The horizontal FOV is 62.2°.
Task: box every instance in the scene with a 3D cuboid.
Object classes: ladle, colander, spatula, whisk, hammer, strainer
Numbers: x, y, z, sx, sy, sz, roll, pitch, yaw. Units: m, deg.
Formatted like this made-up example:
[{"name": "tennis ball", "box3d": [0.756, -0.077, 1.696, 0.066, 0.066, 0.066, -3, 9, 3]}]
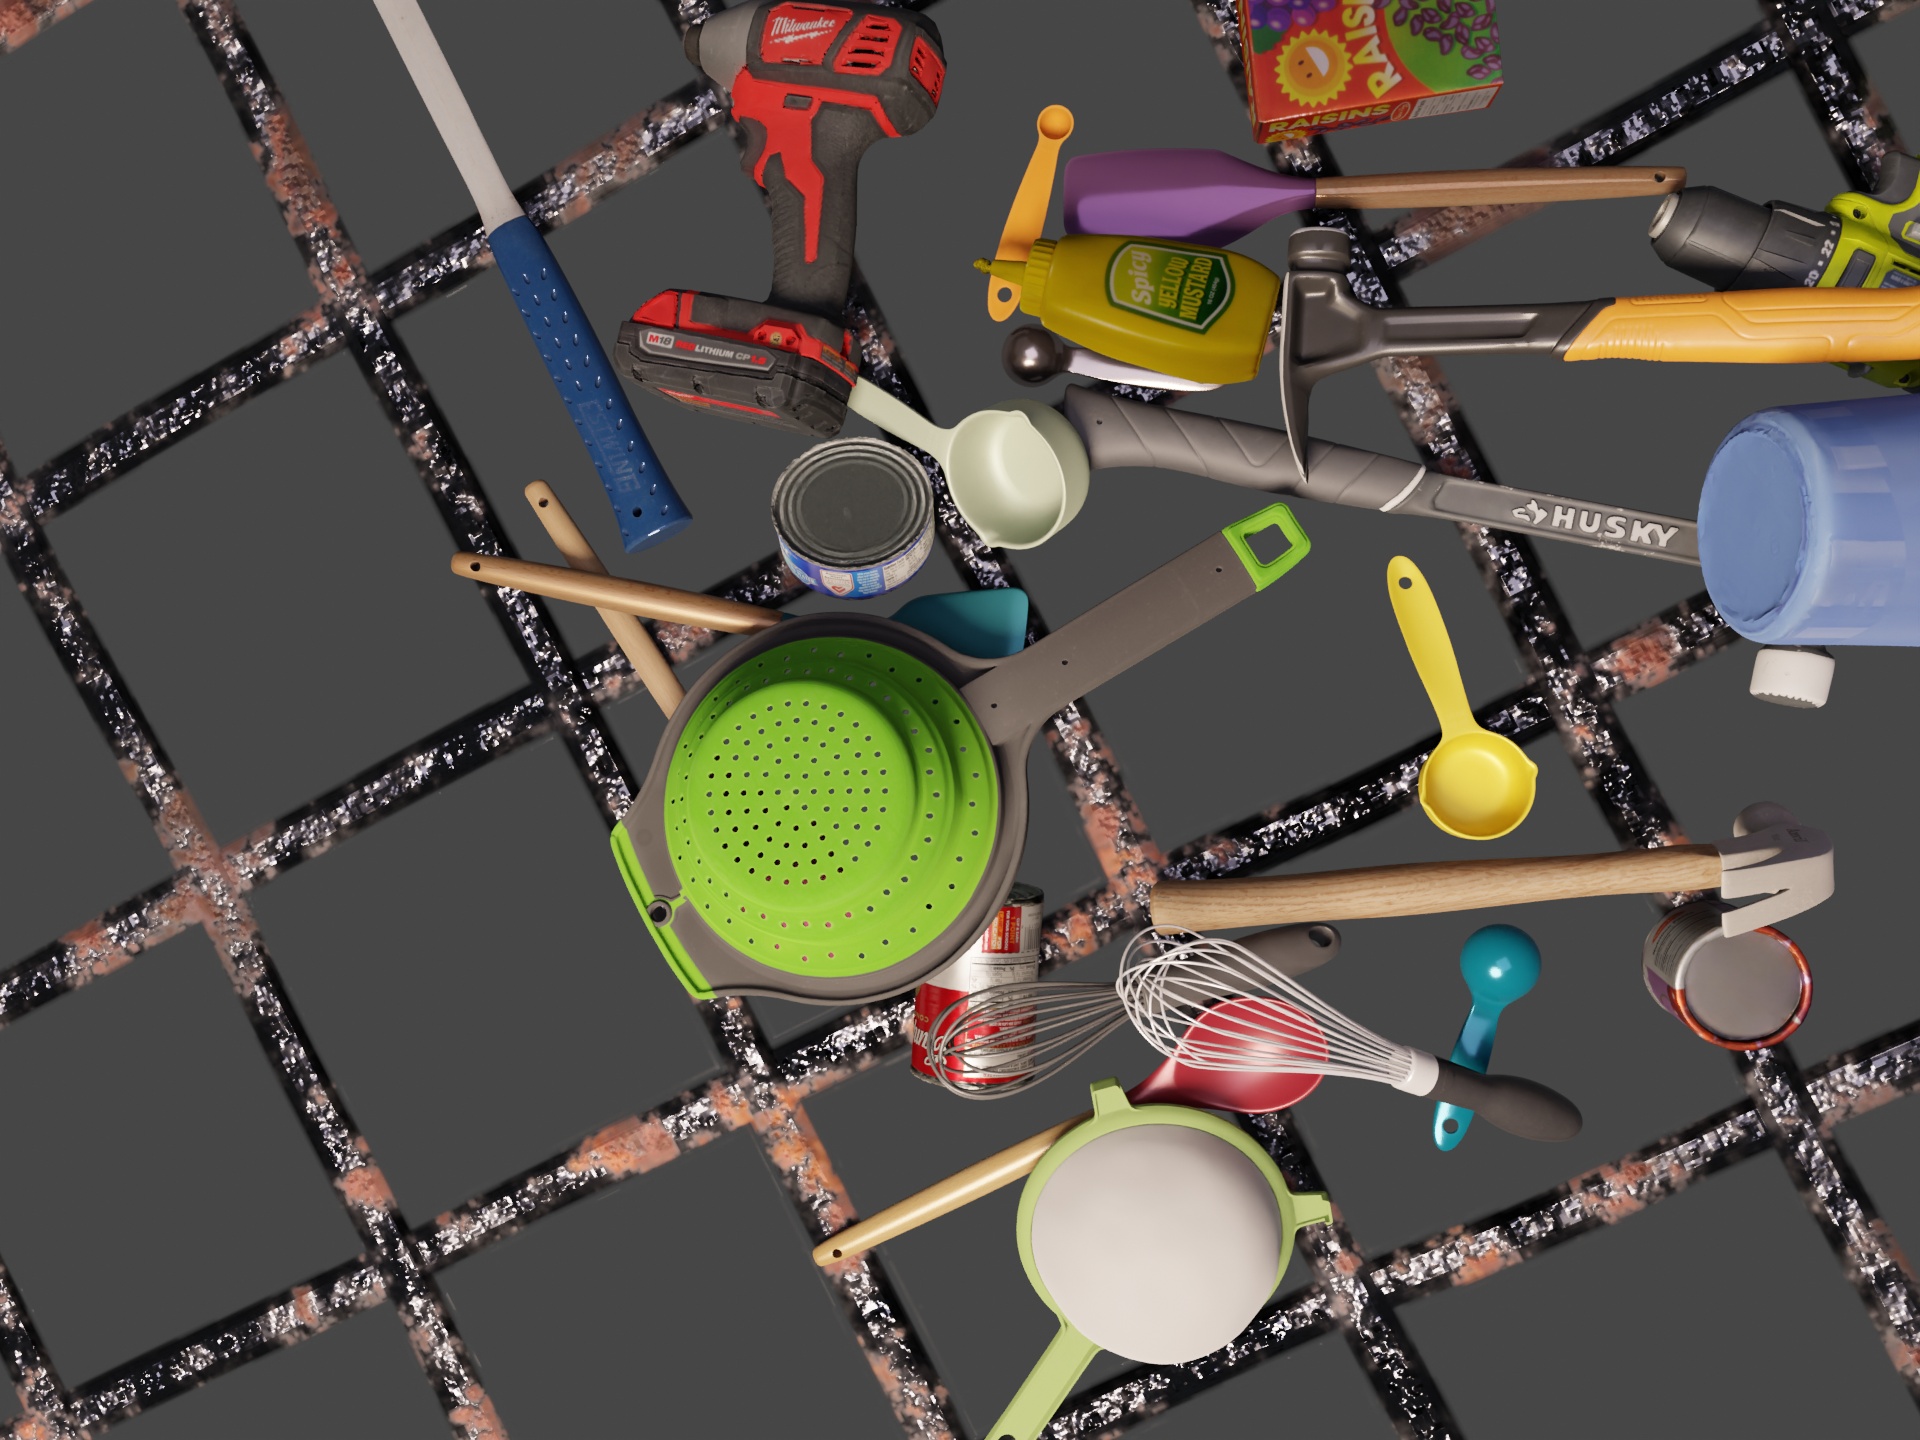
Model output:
[{"name": "ladle", "box3d": [0.055, 0.233, 0.878, 0.315, 0.031, 0.069, -28, 97, 10]}, {"name": "colander", "box3d": [-0.001, -0.003, 0.787, 0.397, 0.094, 0.204, -31, 79, 2]}, {"name": "spatula", "box3d": [0.211, -0.274, 0.831, 0.316, 0.018, 0.060, 0, 96, 8]}, {"name": "whisk", "box3d": [0.202, 0.169, 0.803, 0.284, 0.070, 0.070, 21, 96, -18]}, {"name": "hammer", "box3d": [0.252, -0.122, 0.825, 0.409, 0.036, 0.149, 13, 90, 7]}, {"name": "hammer", "box3d": [-0.251, -0.286, 0.881, 0.144, 0.035, 0.405, -27, 90, 8]}, {"name": "hammer", "box3d": [0.262, 0.084, 0.810, 0.331, 0.130, 0.031, -7, 98, 16]}, {"name": "spatula", "box3d": [-0.124, -0.058, 0.865, 0.317, 0.044, 0.082, 11, 92, 0]}, {"name": "strainer", "box3d": [0.078, 0.328, 0.850, 0.151, 0.069, 0.256, 30, 102, -6]}, {"name": "whisk", "box3d": [0.095, 0.144, 0.821, 0.239, 0.055, 0.055, -13, 92, -18]}, {"name": "hammer", "box3d": [0.324, -0.180, 0.761, 0.337, 0.034, 0.127, 2, 83, 17]}]

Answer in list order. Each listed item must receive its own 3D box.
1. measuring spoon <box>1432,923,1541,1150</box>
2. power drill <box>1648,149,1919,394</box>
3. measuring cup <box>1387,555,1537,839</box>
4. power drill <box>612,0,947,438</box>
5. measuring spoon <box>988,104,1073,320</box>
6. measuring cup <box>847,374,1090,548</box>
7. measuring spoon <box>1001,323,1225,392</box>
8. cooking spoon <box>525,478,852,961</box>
[{"name": "measuring spoon", "box3d": [0.277, 0.172, 0.847, 0.042, 0.021, 0.128, 16, 96, 6]}, {"name": "power drill", "box3d": [0.466, -0.283, 0.770, 0.190, 0.080, 0.228, 25, 99, 4]}, {"name": "measuring cup", "box3d": [0.255, -0.012, 0.843, 0.062, 0.029, 0.156, -17, 79, 4]}, {"name": "power drill", "box3d": [-0.101, -0.272, 0.840, 0.143, 0.078, 0.219, 15, 91, 18]}, {"name": "measuring spoon", "box3d": [0.037, -0.273, 0.860, 0.021, 0.011, 0.117, 18, 99, 7]}, {"name": "measuring cup", "box3d": [-0.002, -0.155, 0.856, 0.168, 0.038, 0.083, 34, 133, 23]}, {"name": "measuring spoon", "box3d": [0.083, -0.192, 0.853, 0.124, 0.018, 0.034, 8, 94, 6]}, {"name": "cooking spoon", "box3d": [-0.153, 0.000, 0.895, 0.069, 0.017, 0.319, -33, 89, 5]}]
